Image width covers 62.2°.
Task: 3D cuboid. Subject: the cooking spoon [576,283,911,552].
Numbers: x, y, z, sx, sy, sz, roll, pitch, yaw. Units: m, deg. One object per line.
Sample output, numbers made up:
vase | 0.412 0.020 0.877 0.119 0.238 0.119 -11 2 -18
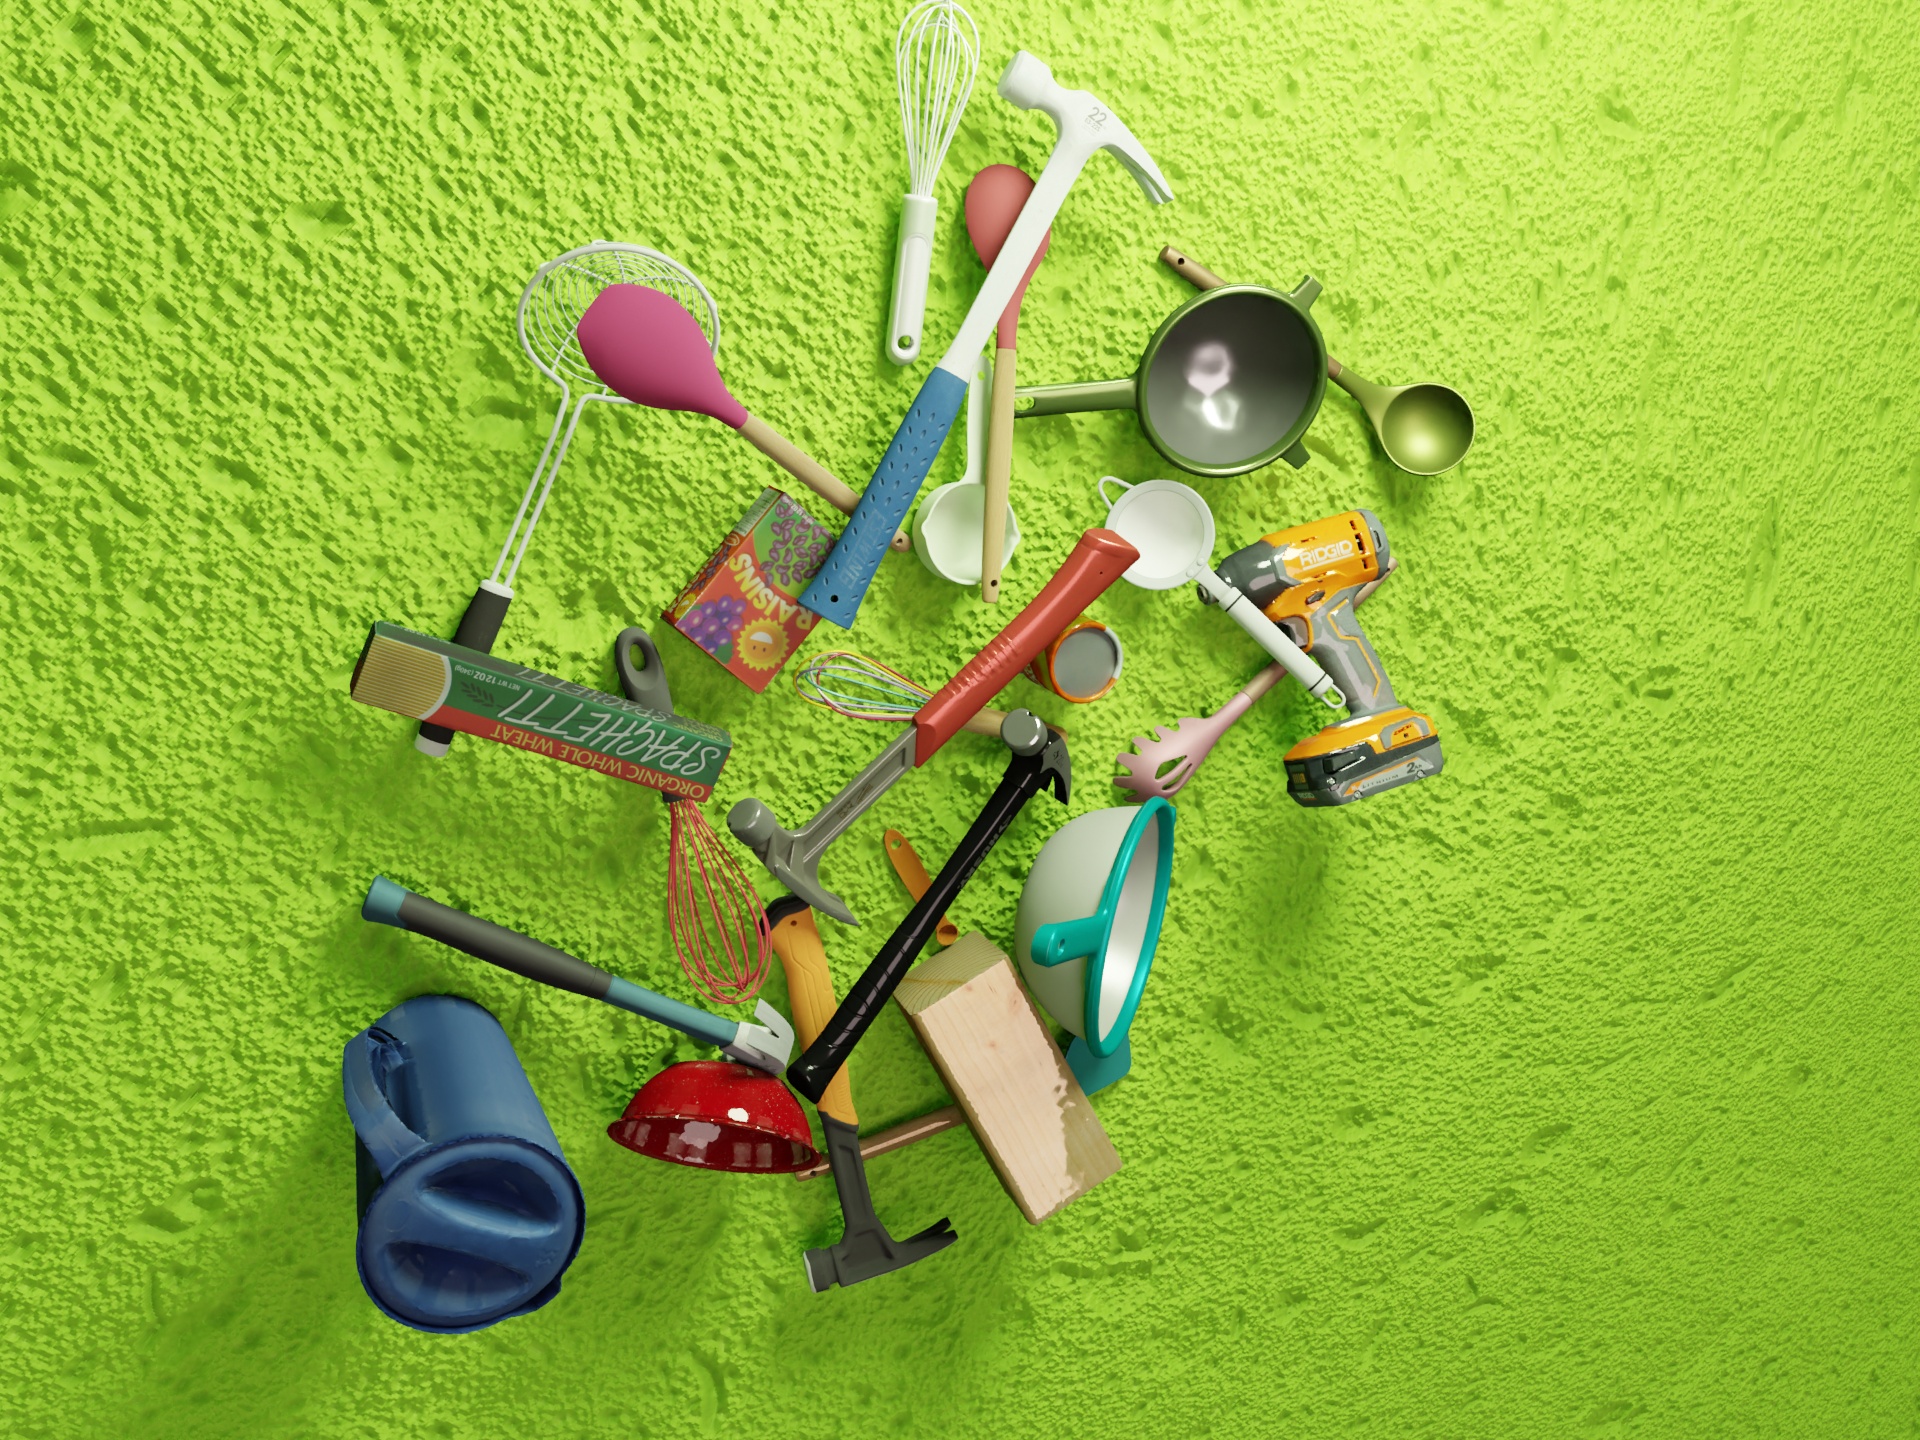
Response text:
cooking spoon | -0.131 -0.190 1.073 0.069 0.017 0.318 -51 138 5

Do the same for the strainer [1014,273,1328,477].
strainer | 0.148 -0.262 1.217 0.256 0.069 0.151 -6 121 -5

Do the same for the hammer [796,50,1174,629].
hammer | 0.004 -0.248 1.113 0.144 0.035 0.405 28 92 -18

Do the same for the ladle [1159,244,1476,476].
ladle | 0.287 -0.291 1.269 0.320 0.062 0.078 26 96 -26

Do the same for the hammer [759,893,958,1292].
hammer | -0.094 0.293 1.267 0.127 0.034 0.336 -15 107 -12

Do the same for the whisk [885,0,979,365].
whisk | -0.027 -0.370 1.104 0.057 0.059 0.246 3 109 -13

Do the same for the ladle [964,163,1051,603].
ladle | 0.030 -0.243 1.154 0.069 0.031 0.315 0 98 -24

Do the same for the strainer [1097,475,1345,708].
strainer | 0.205 -0.100 1.251 0.258 0.050 0.087 44 103 3

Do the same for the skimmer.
skimmer | -0.273 -0.135 1.035 0.127 0.090 0.363 21 96 -32

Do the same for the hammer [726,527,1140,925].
hammer | -0.002 -0.004 1.185 0.359 0.037 0.149 -44 131 0

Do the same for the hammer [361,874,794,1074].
hammer | -0.268 0.187 1.142 0.330 0.128 0.033 27 61 -22

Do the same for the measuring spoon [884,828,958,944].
measuring spoon | -0.033 0.133 1.278 0.021 0.011 0.116 -32 113 -10

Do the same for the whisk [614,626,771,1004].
whisk | -0.199 0.073 1.157 0.073 0.073 0.295 -20 106 -18

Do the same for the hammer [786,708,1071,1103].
hammer | -0.024 0.148 1.215 0.335 0.035 0.146 -54 157 -5

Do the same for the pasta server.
pasta server | 0.256 -0.038 1.351 0.316 0.040 0.060 -42 118 -13

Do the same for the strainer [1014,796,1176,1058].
strainer | 0.077 0.152 1.212 0.340 0.095 0.211 10 92 -70

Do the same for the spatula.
spatula | 0.008 0.324 1.349 0.317 0.044 0.082 -17 112 -14

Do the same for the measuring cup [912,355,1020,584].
measuring cup | 0.004 -0.185 1.184 0.083 0.038 0.167 2 95 -28

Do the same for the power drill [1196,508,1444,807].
power drill | 0.292 -0.047 1.303 0.164 0.084 0.226 -16 90 -15

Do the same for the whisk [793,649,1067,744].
whisk | -0.017 -0.011 1.222 0.244 0.051 0.047 14 94 -31
